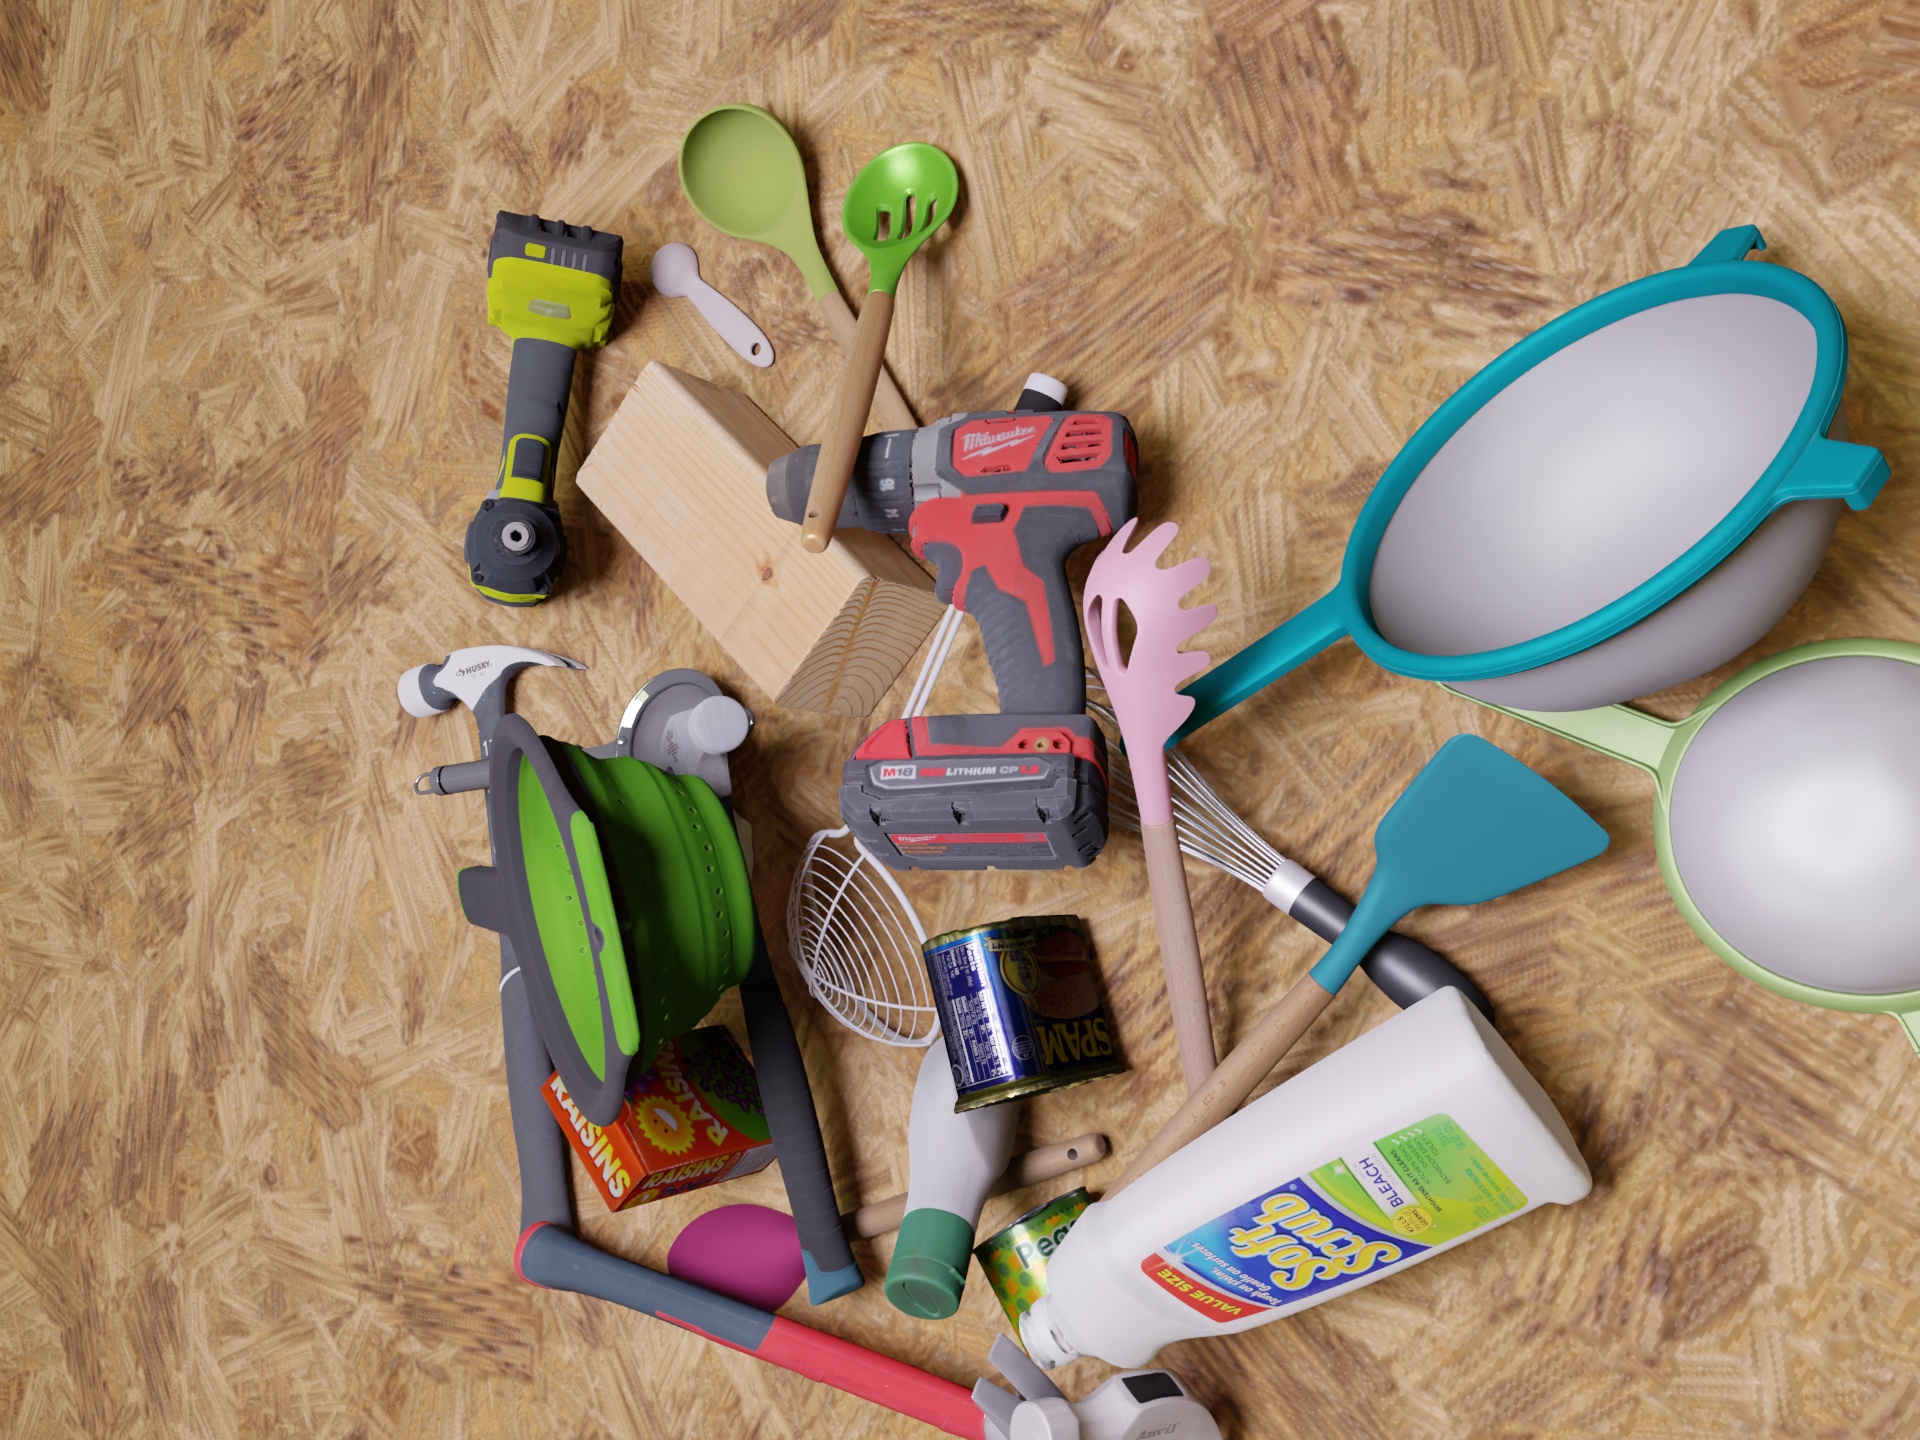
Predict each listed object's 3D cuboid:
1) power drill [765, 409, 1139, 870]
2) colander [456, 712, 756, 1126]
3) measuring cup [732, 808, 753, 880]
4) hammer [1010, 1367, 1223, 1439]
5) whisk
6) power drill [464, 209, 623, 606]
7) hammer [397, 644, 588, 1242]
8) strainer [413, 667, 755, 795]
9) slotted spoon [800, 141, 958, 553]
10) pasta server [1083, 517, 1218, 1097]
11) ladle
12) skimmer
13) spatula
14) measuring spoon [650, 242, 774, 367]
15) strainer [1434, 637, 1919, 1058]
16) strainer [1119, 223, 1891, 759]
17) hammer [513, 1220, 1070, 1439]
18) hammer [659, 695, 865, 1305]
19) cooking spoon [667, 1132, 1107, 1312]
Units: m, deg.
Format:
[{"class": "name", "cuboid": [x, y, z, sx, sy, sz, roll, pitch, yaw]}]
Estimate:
[{"class": "power drill", "cuboid": [-0.010, -0.047, 0.764, 0.188, 0.080, 0.227, -1, 67, 12]}, {"class": "colander", "cuboid": [-0.199, 0.093, 0.865, 0.397, 0.094, 0.204, -7, 95, 64]}, {"class": "measuring cup", "cuboid": [-0.147, 0.122, 0.943, 0.083, 0.038, 0.168, -36, 66, 25]}, {"class": "hammer", "cuboid": [0.037, 0.445, 0.774, 0.031, 0.130, 0.331, 45, 123, 49]}, {"class": "whisk", "cuboid": [0.132, 0.060, 0.763, 0.285, 0.070, 0.070, 36, 106, 24]}, {"class": "power drill", "cuboid": [-0.261, -0.185, 0.977, 0.171, 0.080, 0.223, 179, 99, -74]}, {"class": "hammer", "cuboid": [-0.285, 0.147, 1.034, 0.149, 0.036, 0.409, -15, 79, 30]}, {"class": "strainer", "cuboid": [-0.230, 0.022, 0.980, 0.258, 0.050, 0.087, -9, 74, 20]}, {"class": "slotted spoon", "cuboid": [-0.048, -0.201, 0.825, 0.070, 0.031, 0.314, -6, 49, 18]}, {"class": "pasta server", "cuboid": [0.099, 0.064, 0.721, 0.060, 0.040, 0.316, 15, 126, 47]}, {"class": "ladle", "cuboid": [-0.072, -0.223, 0.912, 0.078, 0.062, 0.320, -40, 70, 33]}, {"class": "skimmer", "cuboid": [-0.001, -0.003, 0.857, 0.127, 0.090, 0.363, 22, 90, 50]}, {"class": "spatula", "cuboid": [0.144, 0.139, 0.706, 0.082, 0.044, 0.317, 35, 105, -9]}, {"class": "measuring spoon", "cuboid": [-0.157, -0.258, 0.989, 0.124, 0.018, 0.034, 46, 110, 25]}, {"class": "strainer", "cuboid": [0.305, 0.020, 0.645, 0.256, 0.069, 0.151, 26, 101, 30]}, {"class": "strainer", "cuboid": [0.221, -0.045, 0.674, 0.340, 0.095, 0.211, -35, 27, 33]}, {"class": "hammer", "cuboid": [-0.109, 0.325, 0.856, 0.386, 0.143, 0.038, 5, 49, 34]}, {"class": "hammer", "cuboid": [-0.107, 0.155, 0.866, 0.128, 0.033, 0.331, -20, 84, 67]}, {"class": "cooking spoon", "cuboid": [-0.052, 0.279, 0.884, 0.319, 0.017, 0.069, -27, 73, 29]}]
